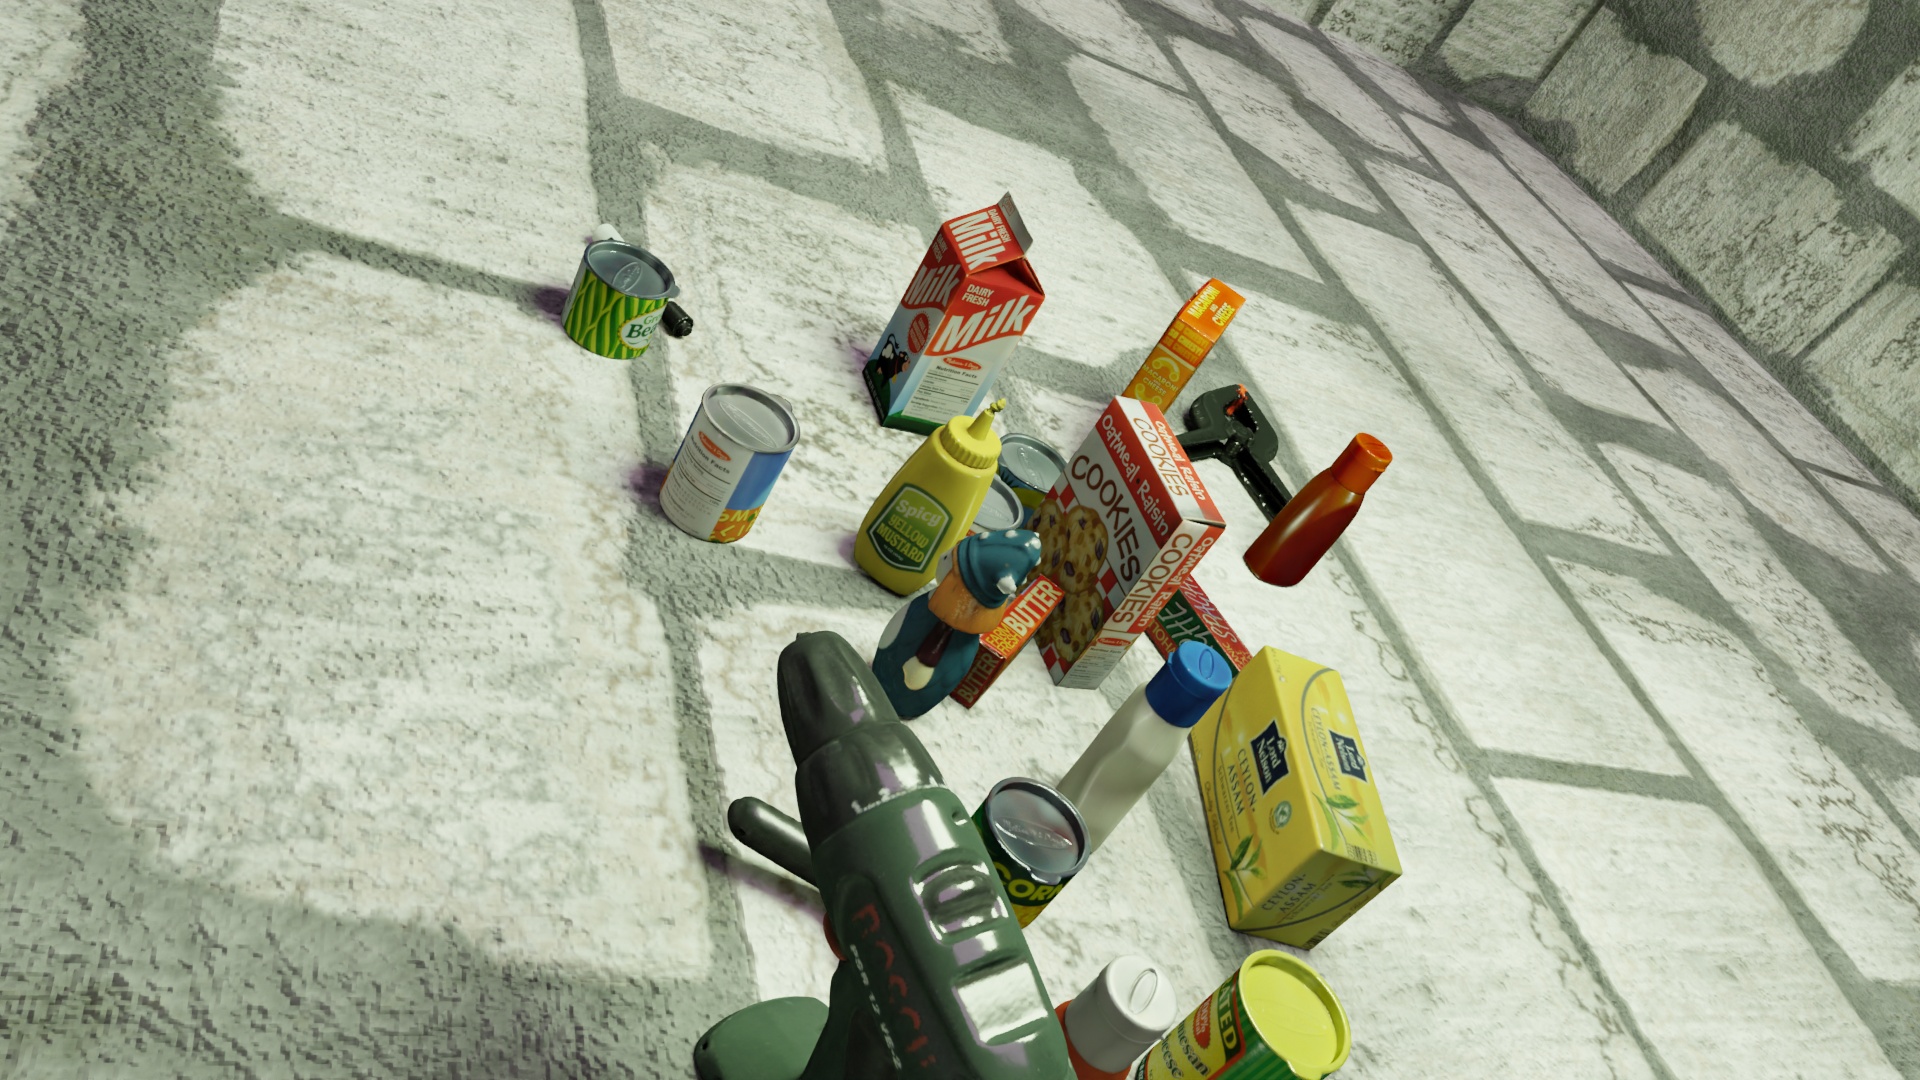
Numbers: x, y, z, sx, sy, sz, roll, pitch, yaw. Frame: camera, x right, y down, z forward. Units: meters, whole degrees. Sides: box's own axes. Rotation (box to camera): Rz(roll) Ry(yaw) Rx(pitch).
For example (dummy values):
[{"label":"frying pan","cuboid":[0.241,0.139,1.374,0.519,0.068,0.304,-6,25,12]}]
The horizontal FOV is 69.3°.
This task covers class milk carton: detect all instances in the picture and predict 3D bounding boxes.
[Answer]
[{"label":"milk carton","cuboid":[0.001,-0.174,1.076,0.073,0.189,0.072,10,40,-30]}]

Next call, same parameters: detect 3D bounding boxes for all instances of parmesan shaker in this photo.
[{"label":"parmesan shaker","cuboid":[0.144,0.270,0.719,0.071,0.102,0.072,22,36,-17]}]

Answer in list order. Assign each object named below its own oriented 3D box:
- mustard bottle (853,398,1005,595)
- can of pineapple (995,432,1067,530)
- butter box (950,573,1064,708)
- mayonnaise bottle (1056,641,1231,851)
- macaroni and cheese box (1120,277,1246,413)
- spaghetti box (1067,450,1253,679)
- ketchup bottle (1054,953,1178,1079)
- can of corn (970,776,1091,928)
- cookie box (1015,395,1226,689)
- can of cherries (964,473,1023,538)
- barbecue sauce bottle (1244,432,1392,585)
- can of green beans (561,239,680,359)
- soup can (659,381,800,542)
[{"label":"mustard bottle","cuboid":[-0.014,-0.035,0.918,0.065,0.159,0.049,35,34,3]},{"label":"can of pineapple","cuboid":[0.042,-0.040,1.061,0.071,0.057,0.071,22,36,-16]},{"label":"butter box","cuboid":[0.030,0.066,0.924,0.024,0.053,0.104,38,34,7]},{"label":"mayonnaise bottle","cuboid":[0.107,0.122,0.834,0.041,0.147,0.065,30,34,-4]},{"label":"macaroni and cheese box","cuboid":[0.169,-0.135,1.183,0.040,0.165,0.124,36,34,4]},{"label":"spaghetti box","cuboid":[0.149,0.034,1.061,0.029,0.050,0.251,-2,47,-41]},{"label":"ketchup bottle","cuboid":[0.046,0.243,0.633,0.043,0.148,0.065,38,34,7]},{"label":"can of corn","cuboid":[0.030,0.179,0.781,0.071,0.058,0.071,22,36,-16]},{"label":"cookie box","cuboid":[0.101,0.002,0.959,0.040,0.166,0.123,9,41,-31]},{"label":"can of cherries","cuboid":[0.004,-0.012,0.995,0.071,0.058,0.072,22,36,-16]},{"label":"barbecue sauce bottle","cuboid":[0.305,-0.025,1.174,0.065,0.147,0.044,4,44,-36]},{"label":"can of green beans","cuboid":[-0.245,-0.172,0.992,0.071,0.057,0.071,22,36,-16]},{"label":"soup can","cuboid":[-0.148,-0.051,0.898,0.071,0.083,0.072,22,36,-16]}]
